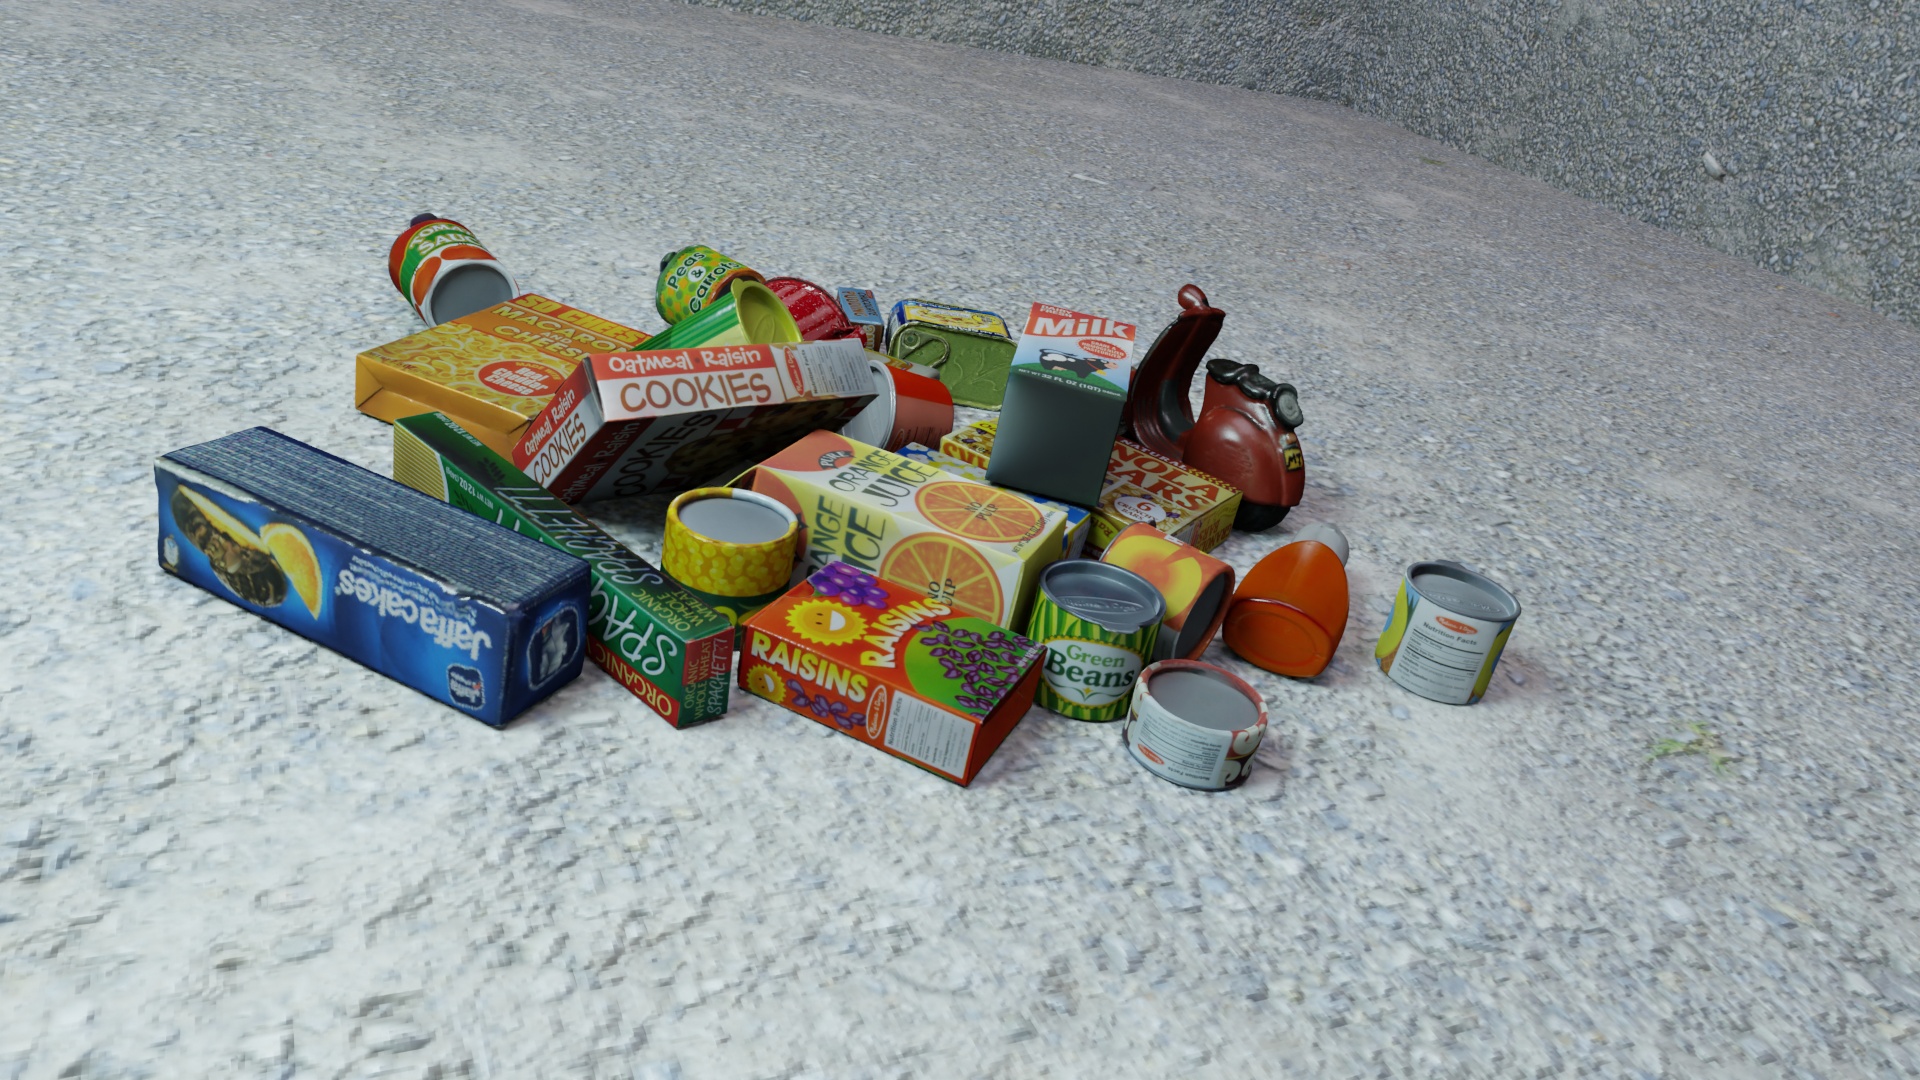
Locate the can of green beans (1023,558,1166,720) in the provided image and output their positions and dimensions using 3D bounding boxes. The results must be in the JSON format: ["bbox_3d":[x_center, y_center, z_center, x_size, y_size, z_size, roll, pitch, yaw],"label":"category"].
[{"bbox_3d":[0.065,0.050,0.707,0.071,0.057,0.071,11,26,-5],"label":"can of green beans"}]

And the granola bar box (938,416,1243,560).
[{"bbox_3d":[0.083,-0.035,0.905,0.166,0.039,0.125,27,29,25],"label":"granola bar box"}]

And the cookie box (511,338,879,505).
[{"bbox_3d":[-0.148,-0.066,0.775,0.168,0.122,0.040,-10,76,-38],"label":"cookie box"}]

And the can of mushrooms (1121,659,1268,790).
[{"bbox_3d":[0.116,0.088,0.682,0.071,0.033,0.071,10,26,-5],"label":"can of mushrooms"}]

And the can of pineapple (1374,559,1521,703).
[{"bbox_3d":[0.280,0.052,0.801,0.071,0.057,0.071,11,26,-5],"label":"can of pineapple"}]

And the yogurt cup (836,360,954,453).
[{"bbox_3d":[-0.041,-0.082,0.916,0.054,0.072,0.072,5,26,-34],"label":"yogurt cup"}]

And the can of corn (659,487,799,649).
[{"bbox_3d":[-0.118,0.014,0.695,0.071,0.058,0.071,10,26,-5],"label":"can of corn"}]

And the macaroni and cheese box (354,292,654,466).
[{"bbox_3d":[-0.273,-0.103,0.877,0.124,0.040,0.167,20,28,13],"label":"macaroni and cheese box"}]

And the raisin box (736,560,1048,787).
[{"bbox_3d":[-0.032,0.060,0.665,0.123,0.040,0.086,21,28,17],"label":"raisin box"}]

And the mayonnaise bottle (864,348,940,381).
[{"bbox_3d":[-0.093,-0.122,0.994,0.148,0.041,0.065,19,27,11],"label":"mayonnaise bottle"}]

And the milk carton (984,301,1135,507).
[{"bbox_3d":[0.068,-0.098,0.893,0.072,0.073,0.191,14,27,3],"label":"milk carton"}]

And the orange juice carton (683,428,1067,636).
[{"bbox_3d":[-0.049,-0.003,0.743,0.193,0.072,0.072,20,27,15],"label":"orange juice carton"}]

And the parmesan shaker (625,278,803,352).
[{"bbox_3d":[-0.156,-0.108,0.847,0.103,0.071,0.071,-24,14,24],"label":"parmesan shaker"}]

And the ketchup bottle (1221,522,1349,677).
[{"bbox_3d":[0.203,0.029,0.827,0.065,0.043,0.149,22,27,16],"label":"ketchup bottle"}]

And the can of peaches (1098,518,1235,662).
[{"bbox_3d":[0.110,0.029,0.756,0.058,0.071,0.071,29,30,28],"label":"can of peaches"}]

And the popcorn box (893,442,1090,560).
[{"bbox_3d":[0.003,-0.010,0.820,0.127,0.038,0.085,22,28,18],"label":"popcorn box"}]

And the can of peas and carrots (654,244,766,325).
[{"bbox_3d":[-0.186,-0.183,1.041,0.059,0.070,0.071,29,30,29],"label":"can of peas and carrots"}]

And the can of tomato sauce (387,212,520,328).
[{"bbox_3d":[-0.349,-0.180,0.960,0.071,0.070,0.083,-8,33,-36],"label":"can of tomato sauce"}]

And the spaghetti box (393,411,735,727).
[{"bbox_3d":[-0.201,0.007,0.679,0.250,0.050,0.029,31,33,32],"label":"spaghetti box"}]

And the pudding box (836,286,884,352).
[{"bbox_3d":[-0.079,-0.158,1.063,0.030,0.049,0.084,5,27,-13],"label":"pudding box"}]
